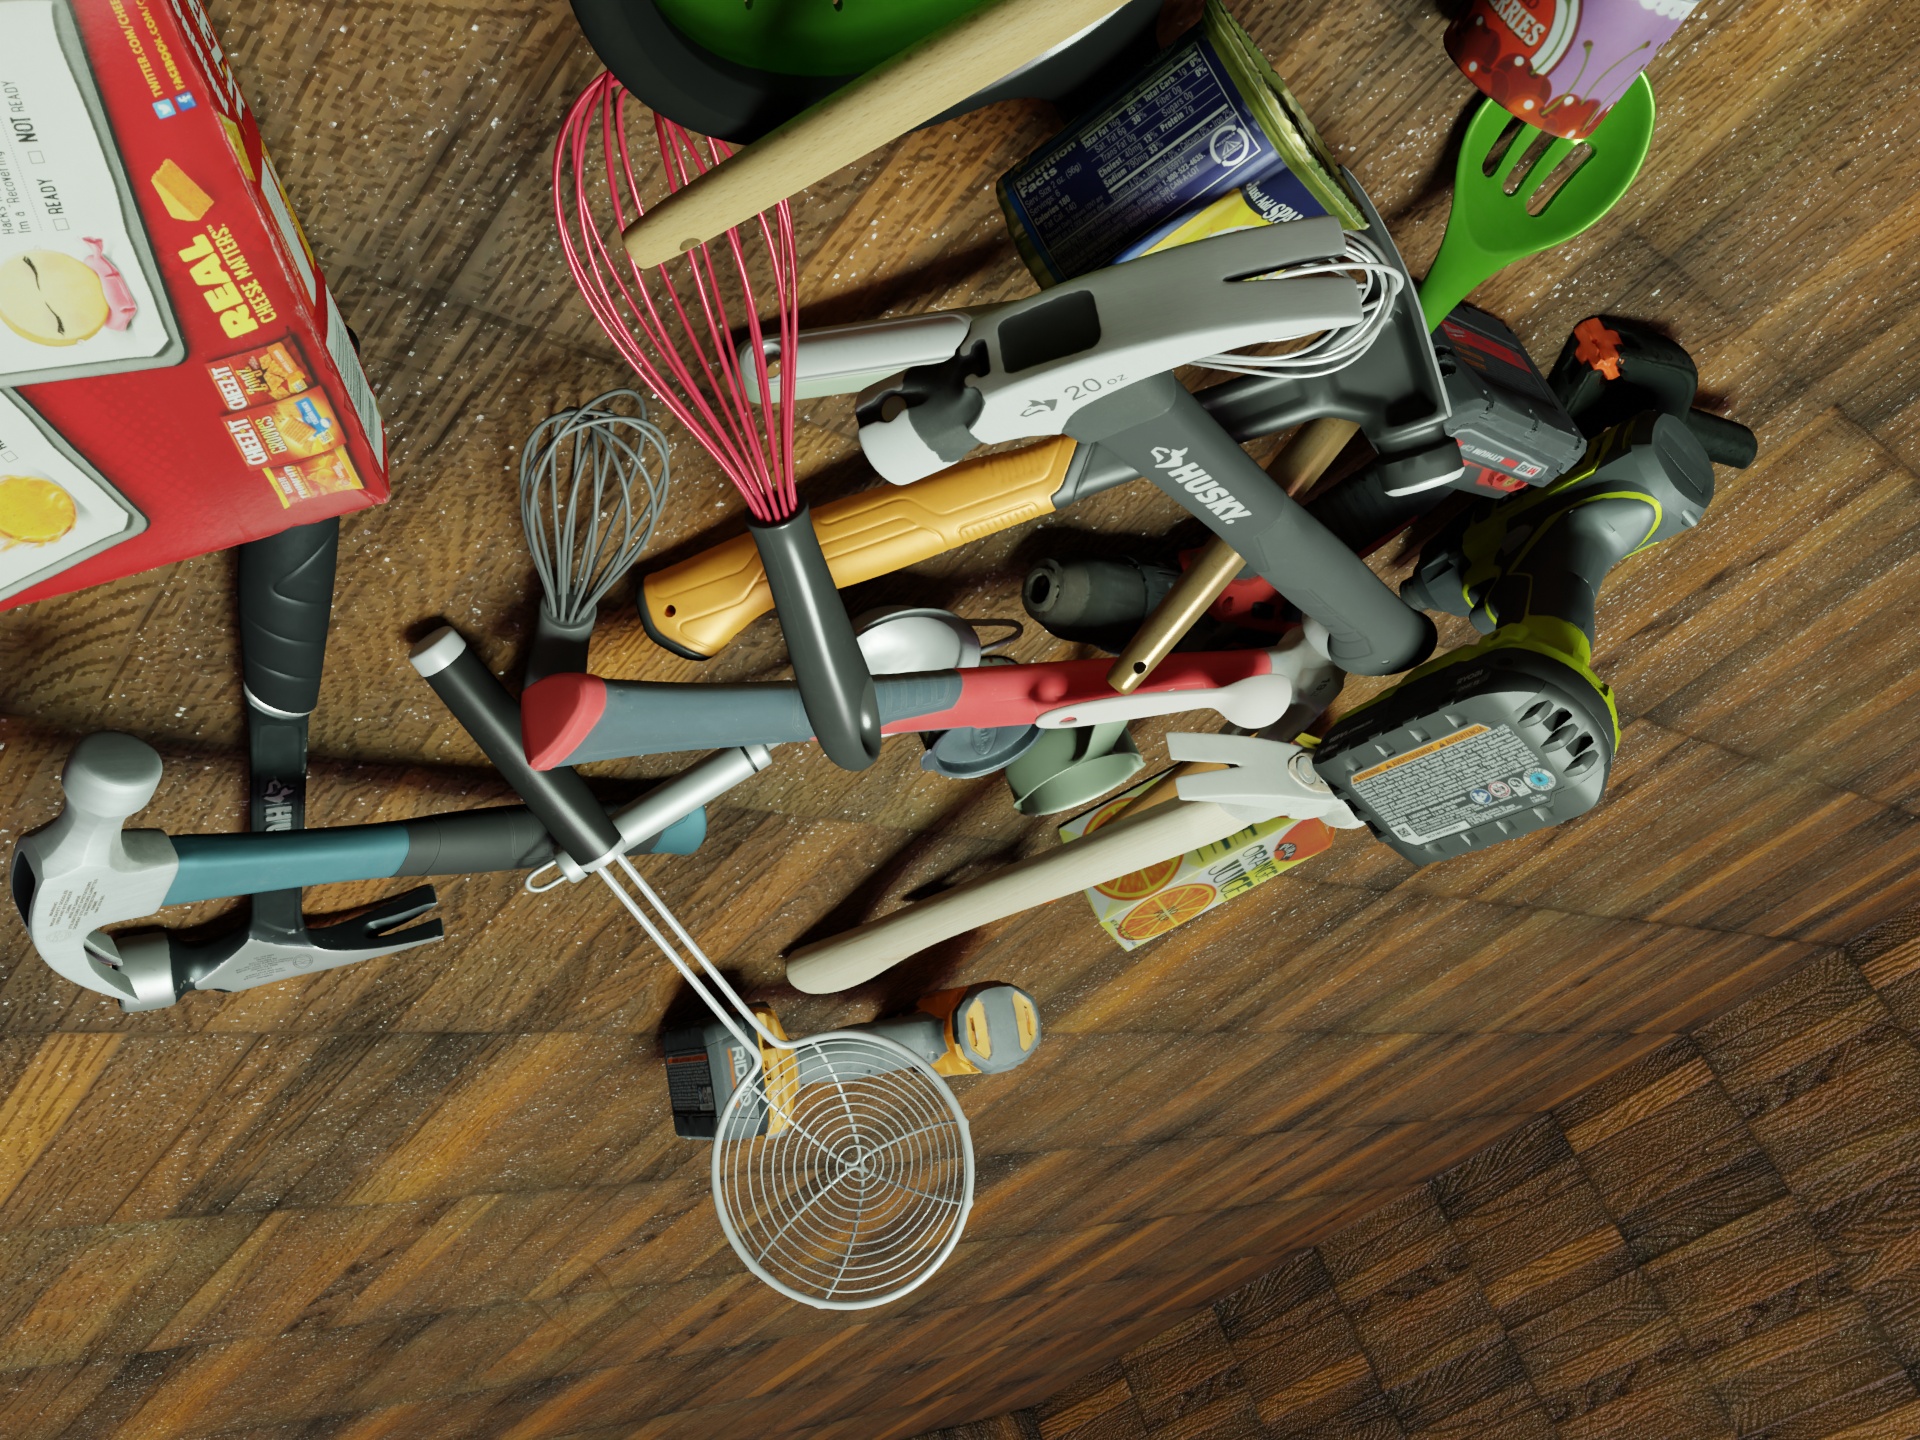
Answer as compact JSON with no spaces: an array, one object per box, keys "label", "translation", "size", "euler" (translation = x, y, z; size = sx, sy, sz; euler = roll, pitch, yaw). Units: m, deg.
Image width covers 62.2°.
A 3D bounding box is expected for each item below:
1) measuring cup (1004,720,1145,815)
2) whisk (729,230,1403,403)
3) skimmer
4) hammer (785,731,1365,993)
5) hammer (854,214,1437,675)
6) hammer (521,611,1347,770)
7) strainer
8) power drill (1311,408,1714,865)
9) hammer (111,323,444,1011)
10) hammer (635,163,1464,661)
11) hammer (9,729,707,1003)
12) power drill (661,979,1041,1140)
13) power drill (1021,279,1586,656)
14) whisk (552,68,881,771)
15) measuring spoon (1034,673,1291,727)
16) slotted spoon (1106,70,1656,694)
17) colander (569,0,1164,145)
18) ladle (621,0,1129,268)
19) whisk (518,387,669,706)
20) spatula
[{"label":"measuring cup","translation":[0.068,0.001,0.863],"size":[0.083,0.038,0.167],"euler":[-16,157,-16]},{"label":"whisk","translation":[0.036,-0.142,0.579],"size":[0.246,0.058,0.059],"euler":[-7,174,4]},{"label":"skimmer","translation":[-0.121,0.114,0.704],"size":[0.127,0.090,0.363],"euler":[-33,116,-1]},{"label":"hammer","translation":[0.026,0.092,0.889],"size":[0.146,0.038,0.410],"euler":[8,154,-42]},{"label":"hammer","translation":[0.115,-0.073,0.578],"size":[0.146,0.035,0.334],"euler":[-19,158,27]},{"label":"hammer","translation":[-0.001,-0.002,0.723],"size":[0.386,0.038,0.143],"euler":[-5,152,-22]},{"label":"strainer","translation":[-0.091,0.008,0.744],"size":[0.258,0.050,0.086],"euler":[-32,145,-7]},{"label":"power drill","translation":[0.260,-0.041,0.772],"size":[0.171,0.080,0.223],"euler":[-31,-161,50]},{"label":"hammer","translation":[-0.274,0.002,0.652],"size":[0.149,0.036,0.408],"euler":[-6,146,-29]},{"label":"hammer","translation":[0.021,-0.103,0.643],"size":[0.337,0.127,0.034],"euler":[-18,-171,11]},{"label":"hammer","translation":[-0.236,0.054,0.697],"size":[0.331,0.033,0.128],"euler":[-2,136,-53]},{"label":"power drill","translation":[-0.082,0.224,1.076],"size":[0.226,0.084,0.185],"euler":[-6,170,-26]},{"label":"power drill","translation":[0.153,-0.098,0.751],"size":[0.187,0.080,0.226],"euler":[7,142,-41]},{"label":"whisk","translation":[-0.070,-0.089,0.555],"size":[0.073,0.073,0.295],"euler":[-20,132,-5]},{"label":"measuring spoon","translation":[0.093,-0.002,0.711],"size":[0.124,0.018,0.034],"euler":[-6,154,-17]},{"label":"slotted spoon","translation":[0.161,-0.135,0.650],"size":[0.070,0.031,0.313],"euler":[35,102,-17]},{"label":"colander","translation":[0.011,-0.231,0.442],"size":[0.204,0.094,0.397],"euler":[-32,167,13]},{"label":"ladle","translation":[0.052,-0.196,0.394],"size":[0.315,0.031,0.069],"euler":[-28,173,7]},{"label":"whisk","translation":[-0.158,-0.047,0.647],"size":[0.055,0.055,0.238],"euler":[-8,152,-25]},{"label":"spatula","translation":[0.087,0.058,0.942],"size":[0.081,0.041,0.322],"euler":[-3,152,-42]}]
